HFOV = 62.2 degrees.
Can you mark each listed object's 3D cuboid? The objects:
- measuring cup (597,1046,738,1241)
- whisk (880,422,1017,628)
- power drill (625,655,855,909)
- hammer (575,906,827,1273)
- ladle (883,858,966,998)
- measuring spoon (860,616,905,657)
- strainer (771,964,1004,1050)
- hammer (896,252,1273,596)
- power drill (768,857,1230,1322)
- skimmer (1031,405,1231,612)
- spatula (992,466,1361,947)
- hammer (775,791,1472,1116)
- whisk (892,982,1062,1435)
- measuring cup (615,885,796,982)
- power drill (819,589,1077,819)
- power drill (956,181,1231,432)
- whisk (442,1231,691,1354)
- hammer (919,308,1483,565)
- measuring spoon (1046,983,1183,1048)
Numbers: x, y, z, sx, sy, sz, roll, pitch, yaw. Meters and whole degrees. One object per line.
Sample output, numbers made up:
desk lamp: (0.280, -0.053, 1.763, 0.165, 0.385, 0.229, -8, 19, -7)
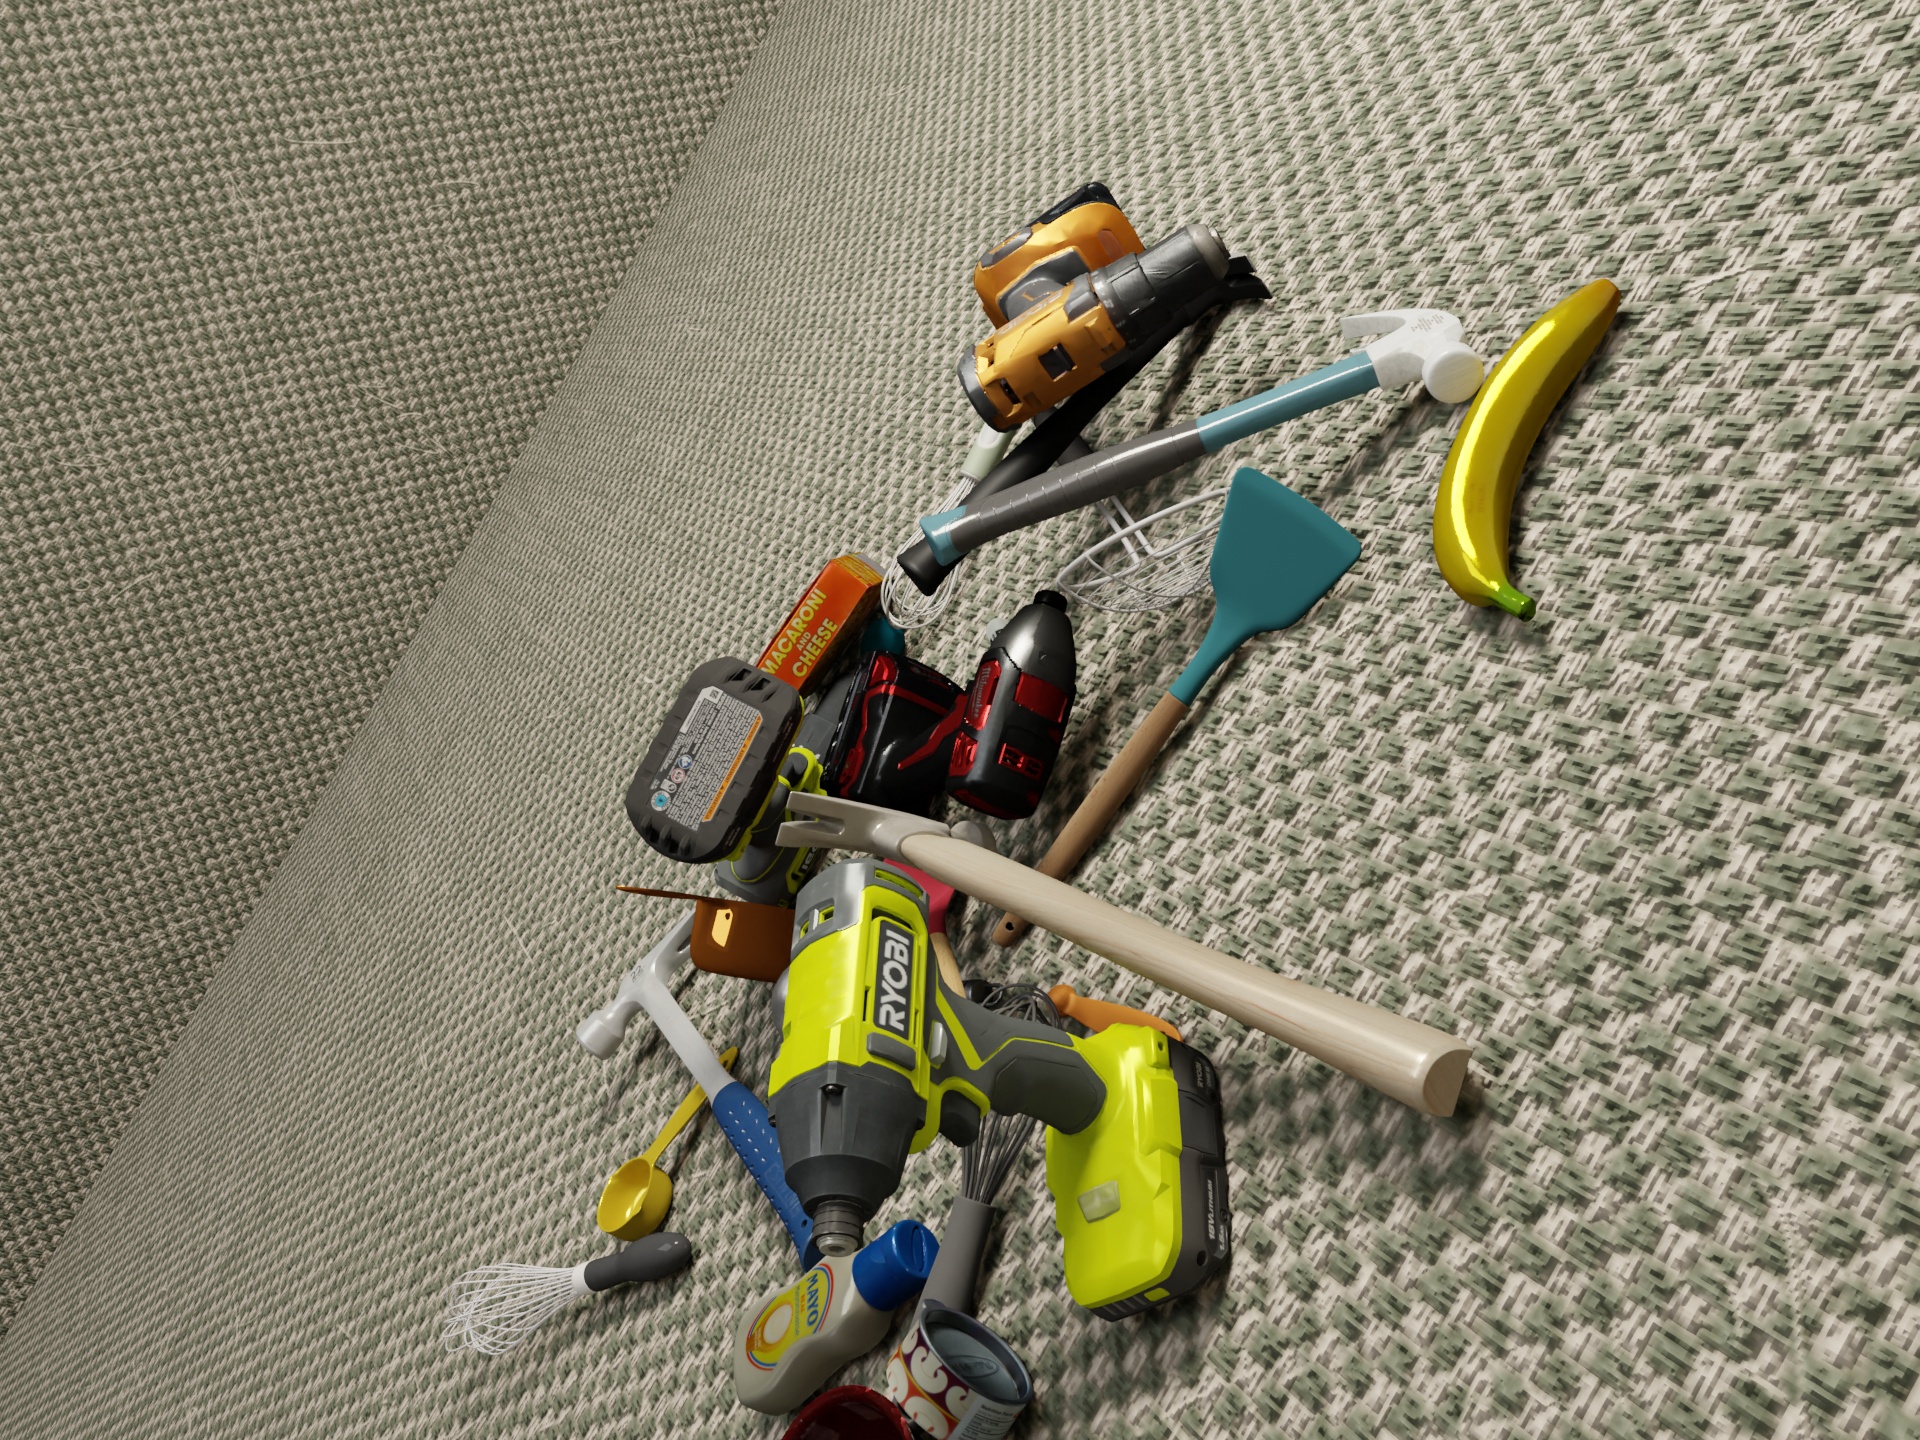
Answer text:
measuring cup: (-0.203, 0.307, 1.153, 0.156, 0.029, 0.062, -53, 30, -13)
whisk: (0.006, -0.180, 1.223, 0.058, 0.059, 0.246, 30, 95, 28)
power drill: (-0.134, 0.034, 1.129, 0.190, 0.080, 0.228, -63, -16, -5)
hammer: (-0.163, 0.252, 1.105, 0.144, 0.035, 0.406, -49, 31, -7)
ladle: (-0.011, 0.140, 0.929, 0.069, 0.031, 0.316, -35, 19, 5)
measuring spoon: (-0.074, -0.019, 1.246, 0.021, 0.042, 0.128, 23, 90, 36)
strainer: (-0.059, 0.177, 1.026, 0.258, 0.050, 0.087, -13, 44, 48)
hammer: (0.076, -0.201, 1.059, 0.335, 0.035, 0.146, -47, 22, -22)
power drill: (0.016, 0.179, 0.713, 0.080, 0.223, 0.171, -37, 36, 35)
skimmer: (0.090, -0.170, 1.063, 0.127, 0.090, 0.364, -26, 32, 2)
spatula: (0.107, 0.007, 0.915, 0.317, 0.082, 0.044, -56, -14, 13)
hammer: (0.066, 0.104, 0.791, 0.411, 0.146, 0.038, 18, 93, 52)
whisk: (0.005, 0.256, 0.845, 0.055, 0.055, 0.239, -6, 62, 56)
measuring cup: (-0.174, 0.149, 1.098, 0.095, 0.173, 0.052, -1, 77, 38)
power drill: (-0.002, -0.003, 1.032, 0.220, 0.078, 0.143, -14, 55, 61)
power drill: (0.089, -0.295, 1.078, 0.185, 0.084, 0.226, -30, 26, 19)
whisk: (-0.286, 0.408, 1.151, 0.284, 0.070, 0.070, -29, 41, 34)
hammer: (0.127, -0.159, 0.920, 0.331, 0.033, 0.128, -19, 24, 17)
measuring spoon: (0.079, 0.160, 0.852, 0.117, 0.011, 0.021, 8, 70, 59)
